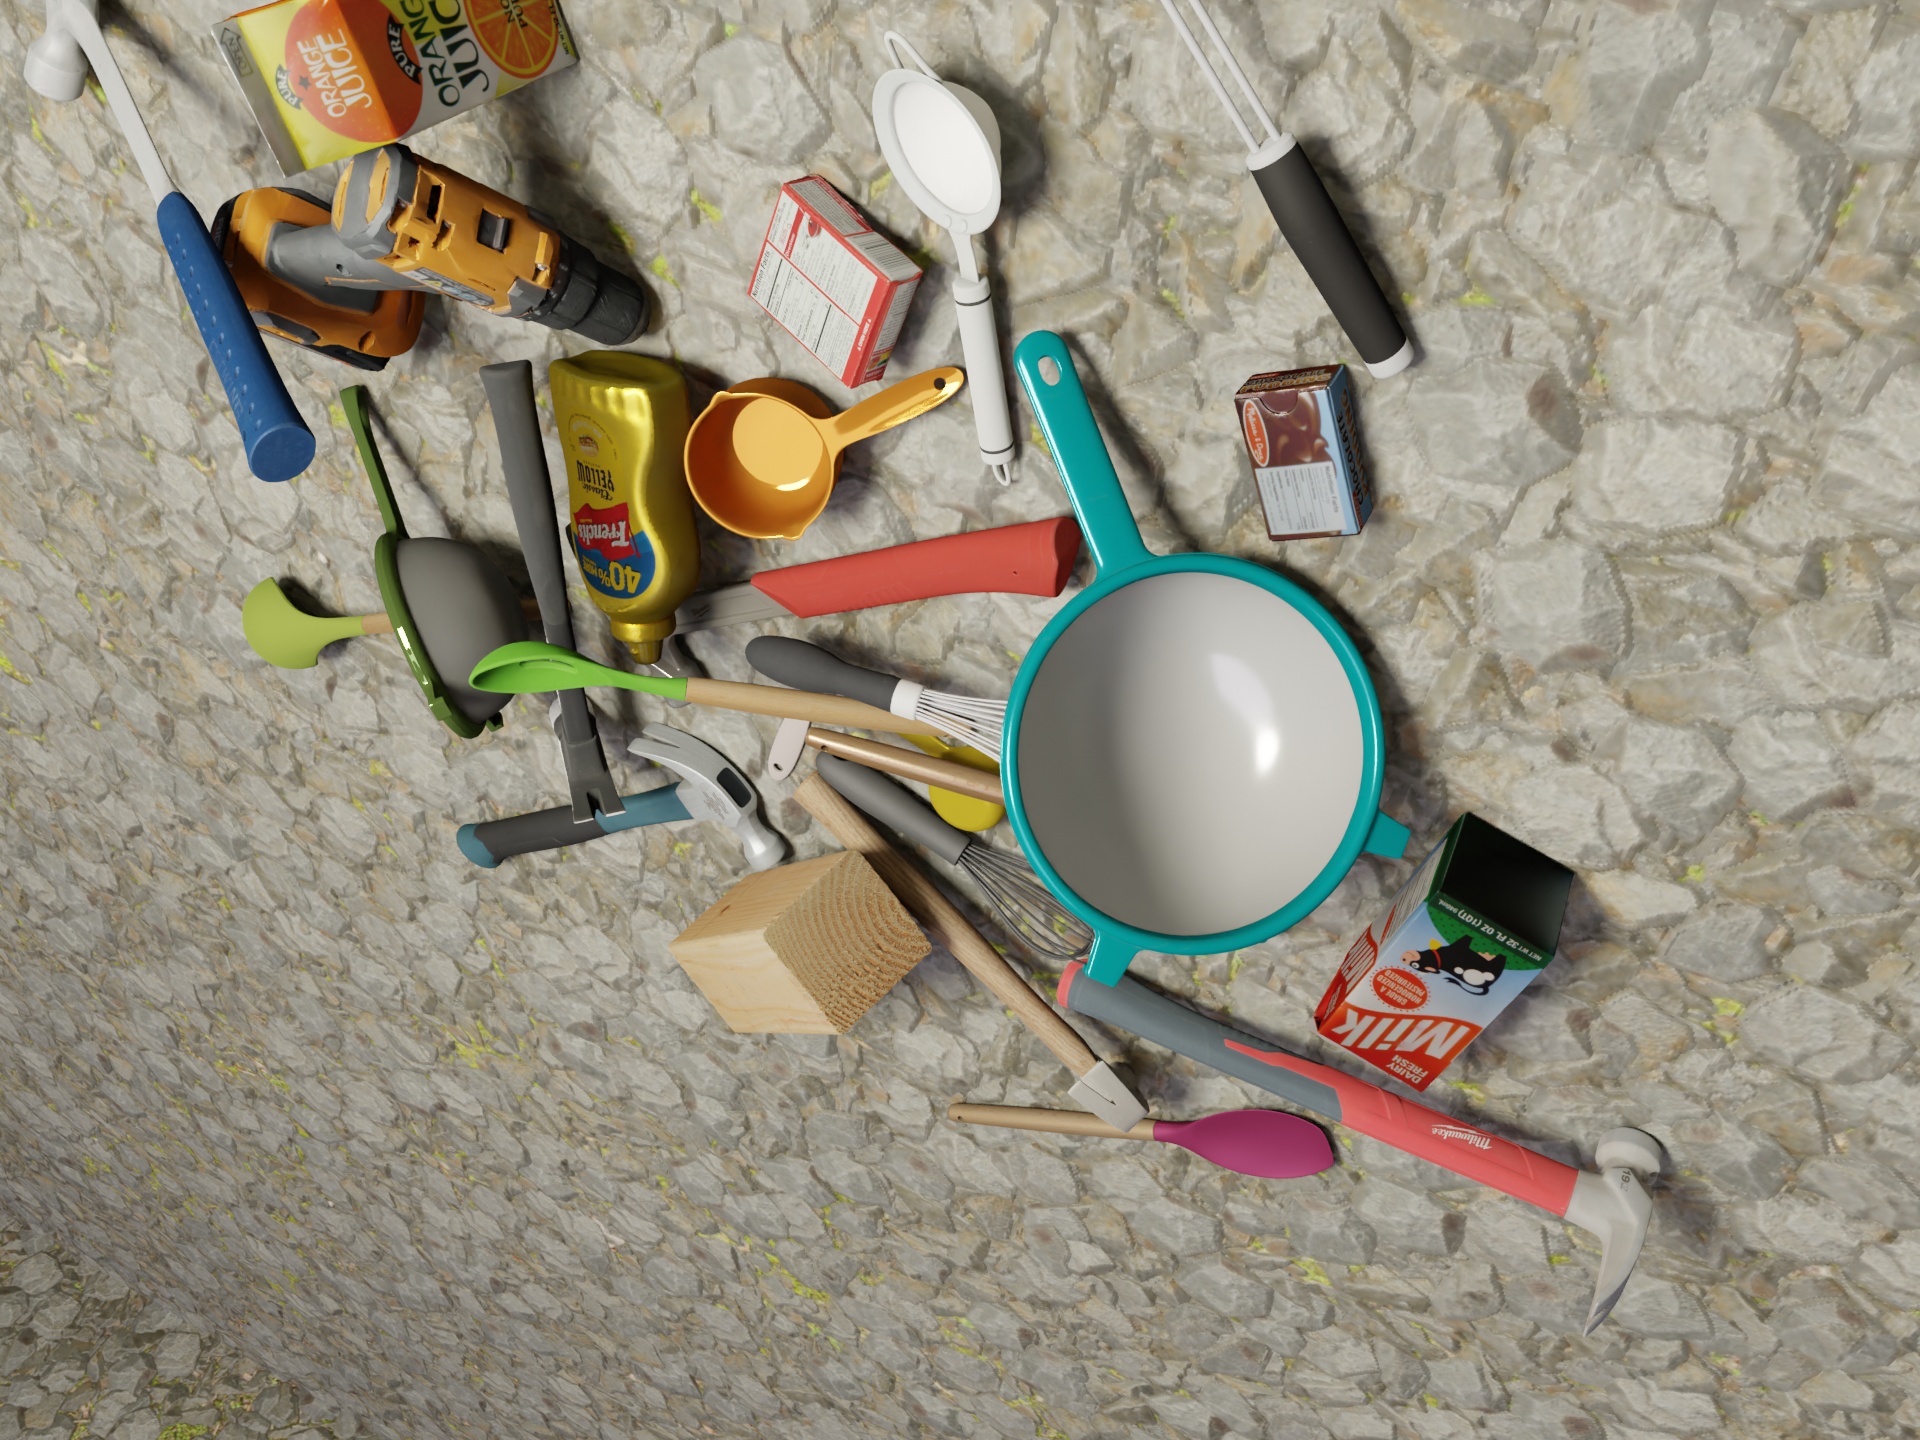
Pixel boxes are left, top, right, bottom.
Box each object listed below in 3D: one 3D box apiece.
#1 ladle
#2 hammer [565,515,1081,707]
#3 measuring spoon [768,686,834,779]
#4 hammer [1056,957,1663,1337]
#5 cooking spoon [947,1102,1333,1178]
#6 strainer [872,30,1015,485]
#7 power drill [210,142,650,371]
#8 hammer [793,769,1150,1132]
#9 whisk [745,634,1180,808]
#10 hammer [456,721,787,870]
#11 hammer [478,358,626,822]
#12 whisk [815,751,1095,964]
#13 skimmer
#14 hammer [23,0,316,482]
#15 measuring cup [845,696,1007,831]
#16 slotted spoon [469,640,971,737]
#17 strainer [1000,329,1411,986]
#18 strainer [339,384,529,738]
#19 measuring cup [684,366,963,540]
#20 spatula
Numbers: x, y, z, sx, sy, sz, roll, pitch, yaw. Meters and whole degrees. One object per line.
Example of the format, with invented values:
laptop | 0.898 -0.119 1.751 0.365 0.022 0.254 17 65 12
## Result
ladle | -0.422 -0.081 1.207 0.320 0.062 0.078 -3 121 25
hammer | -0.089 -0.091 0.989 0.359 0.037 0.149 -6 121 36
measuring spoon | -0.116 0.006 1.097 0.034 0.018 0.124 32 136 5
hammer | 0.232 0.247 1.008 0.386 0.143 0.038 19 128 23
cooking spoon | 0.125 0.305 1.193 0.319 0.017 0.068 -4 122 33
strainer | 0.005 -0.230 0.817 0.087 0.050 0.258 31 146 38
power drill | -0.309 -0.258 0.926 0.226 0.185 0.084 3 83 40
hammer | 0.008 0.159 1.104 0.331 0.031 0.130 45 180 1
whisk | -0.001 -0.004 0.969 0.284 0.070 0.070 18 133 12
hammer | -0.286 0.079 1.250 0.331 0.033 0.128 -13 118 38
hammer | -0.268 -0.082 1.042 0.146 0.035 0.334 -119 22 -47
whisk | -0.001 0.090 1.077 0.239 0.055 0.055 34 136 9
skimmer | 0.111 -0.313 0.692 0.127 0.090 0.363 -18 124 37
hammer | -0.450 -0.302 0.903 0.144 0.035 0.406 -50 62 36
measuring cup | -0.033 0.018 1.046 0.156 0.029 0.062 37 136 -4
slotted spoon | -0.147 -0.016 1.004 0.313 0.031 0.070 8 163 -9
strainer | 0.093 -0.042 0.867 0.095 0.211 0.340 178 70 -80
strainer | -0.353 -0.117 1.089 0.069 0.151 0.256 -20 87 -3
measuring cup | -0.074 -0.170 0.914 0.173 0.052 0.095 -21 113 16
spatula | 0.051 0.058 0.998 0.317 0.044 0.082 16 137 6
